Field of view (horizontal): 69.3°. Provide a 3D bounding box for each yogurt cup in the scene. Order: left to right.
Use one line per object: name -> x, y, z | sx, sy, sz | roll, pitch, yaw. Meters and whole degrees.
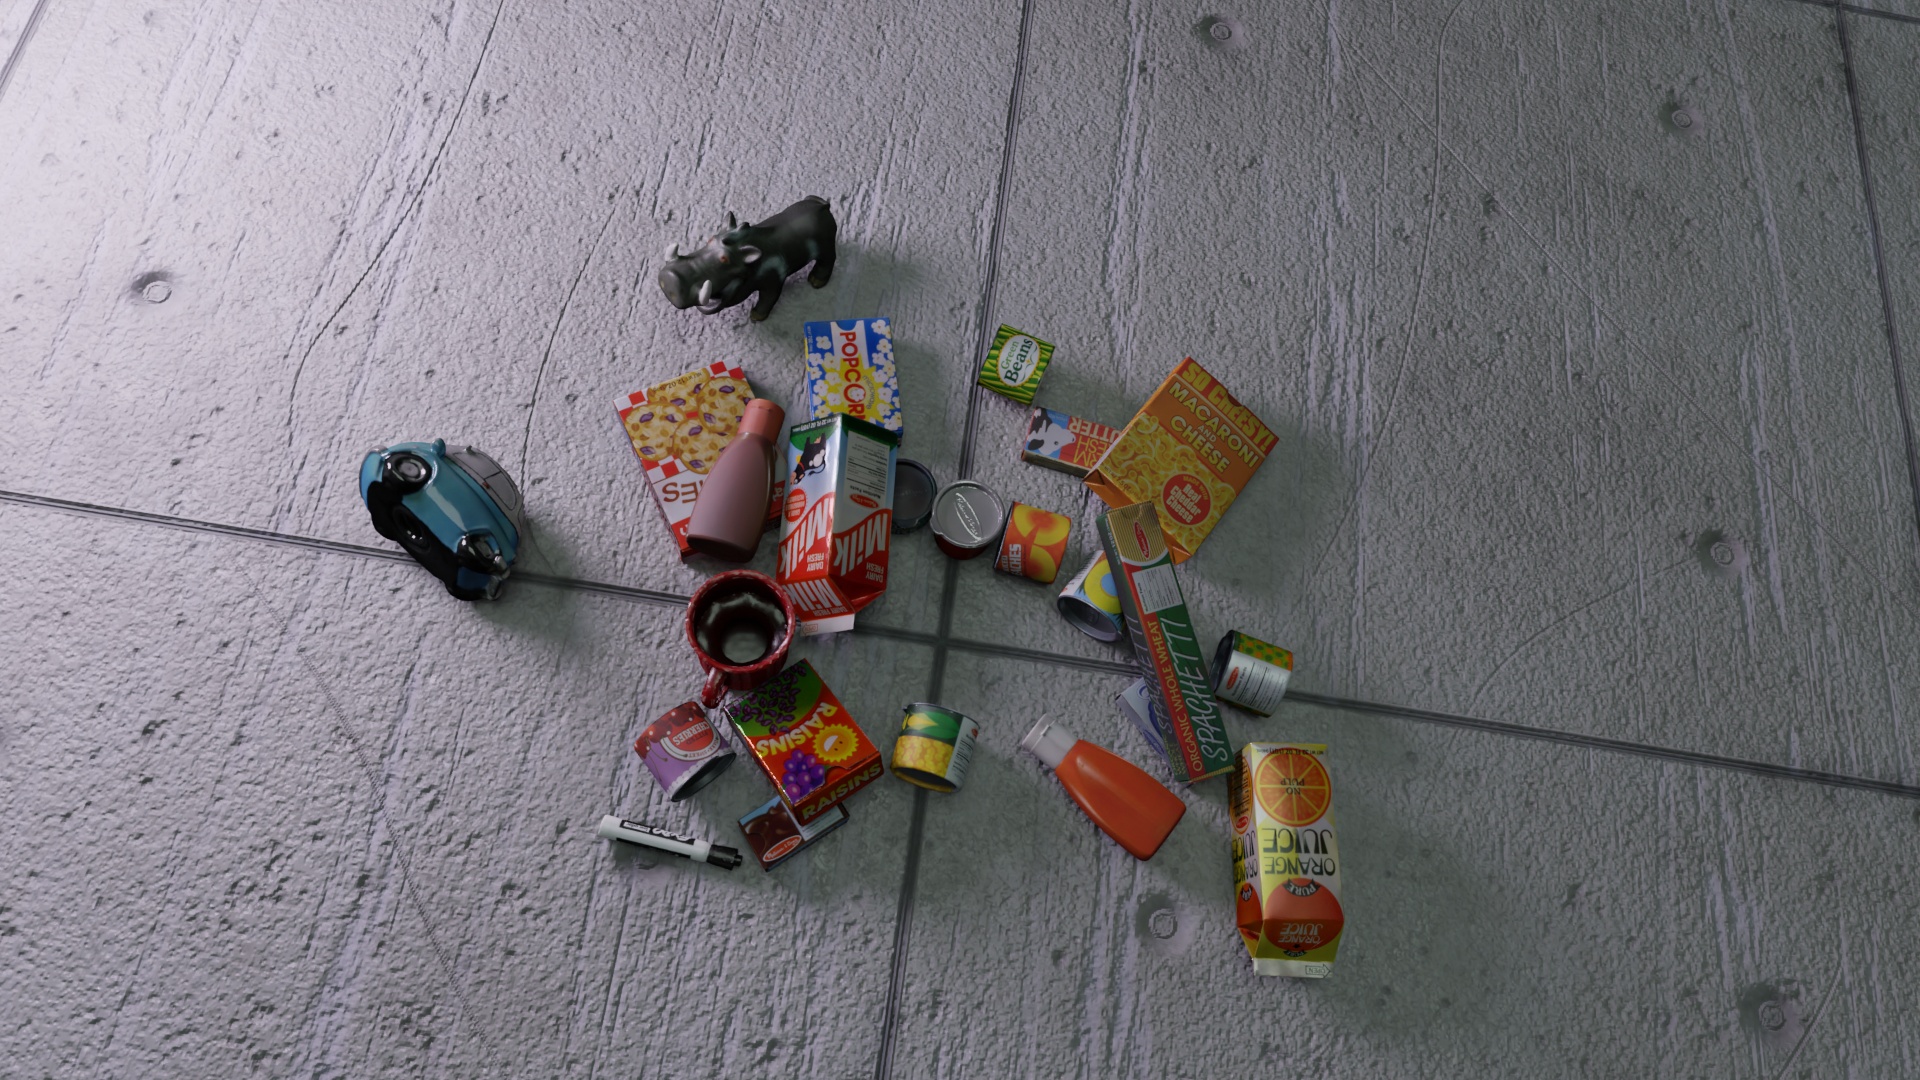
yogurt cup -> 0.005, -0.016, 1.293 | 0.072, 0.053, 0.072 | 3, 68, -6

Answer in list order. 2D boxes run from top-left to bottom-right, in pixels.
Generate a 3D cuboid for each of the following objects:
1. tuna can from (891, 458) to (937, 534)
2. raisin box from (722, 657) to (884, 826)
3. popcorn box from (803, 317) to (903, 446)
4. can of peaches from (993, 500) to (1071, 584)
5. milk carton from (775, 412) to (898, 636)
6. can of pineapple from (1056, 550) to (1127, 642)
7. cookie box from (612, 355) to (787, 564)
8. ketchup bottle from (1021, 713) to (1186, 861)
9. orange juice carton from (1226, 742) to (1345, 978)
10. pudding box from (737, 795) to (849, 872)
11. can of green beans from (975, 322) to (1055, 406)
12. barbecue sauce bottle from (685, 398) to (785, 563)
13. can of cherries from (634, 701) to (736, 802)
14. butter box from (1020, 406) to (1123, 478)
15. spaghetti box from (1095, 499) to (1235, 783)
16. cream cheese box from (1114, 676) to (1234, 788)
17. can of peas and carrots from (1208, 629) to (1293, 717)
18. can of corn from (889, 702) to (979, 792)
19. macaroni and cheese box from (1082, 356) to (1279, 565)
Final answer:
tuna can -> -0.056, -0.039, 1.306 | 0.071, 0.032, 0.071 | 3, 68, -6
raisin box -> -0.134, 0.170, 1.184 | 0.086, 0.039, 0.124 | -30, 54, -19
popcorn box -> -0.104, -0.150, 1.342 | 0.085, 0.038, 0.127 | -5, 69, -8
can of peaches -> 0.066, 0.004, 1.285 | 0.058, 0.071, 0.071 | 16, 67, -1
milk carton -> -0.112, -0.010, 1.245 | 0.073, 0.072, 0.191 | 19, 68, -44
can of pineapple -> 0.132, 0.052, 1.275 | 0.071, 0.070, 0.058 | 34, 68, 7
cookie box -> -0.234, -0.076, 1.294 | 0.123, 0.040, 0.168 | -23, 73, -15
ketchup bottle -> 0.123, 0.212, 1.220 | 0.149, 0.043, 0.065 | 38, 68, 9
orange juice carton -> 0.280, 0.277, 1.198 | 0.072, 0.072, 0.193 | 3, 68, -6
pudding box -> -0.142, 0.239, 1.182 | 0.084, 0.030, 0.050 | -30, 76, -17
can of green beans -> 0.054, -0.171, 1.356 | 0.058, 0.071, 0.071 | 23, 67, 2
barbecue sauce bottle -> -0.195, -0.056, 1.245 | 0.065, 0.043, 0.149 | 16, 65, -2
can of cherries -> -0.232, 0.177, 1.174 | 0.072, 0.071, 0.058 | -35, 76, -19
butter box -> 0.115, -0.091, 1.354 | 0.103, 0.024, 0.053 | 16, 67, 0
spaghetti box -> 0.181, 0.090, 1.231 | 0.050, 0.028, 0.250 | -13, 82, -22
cream cheese box -> 0.194, 0.167, 1.258 | 0.053, 0.024, 0.104 | -34, 76, -20
can of peas and carrots -> 0.263, 0.121, 1.266 | 0.059, 0.070, 0.071 | 20, 67, 1
can of corn -> -0.025, 0.180, 1.203 | 0.071, 0.071, 0.058 | 17, 67, 0
macaroni and cheese box -> 0.215, -0.078, 1.336 | 0.123, 0.040, 0.167 | 42, 66, -3
